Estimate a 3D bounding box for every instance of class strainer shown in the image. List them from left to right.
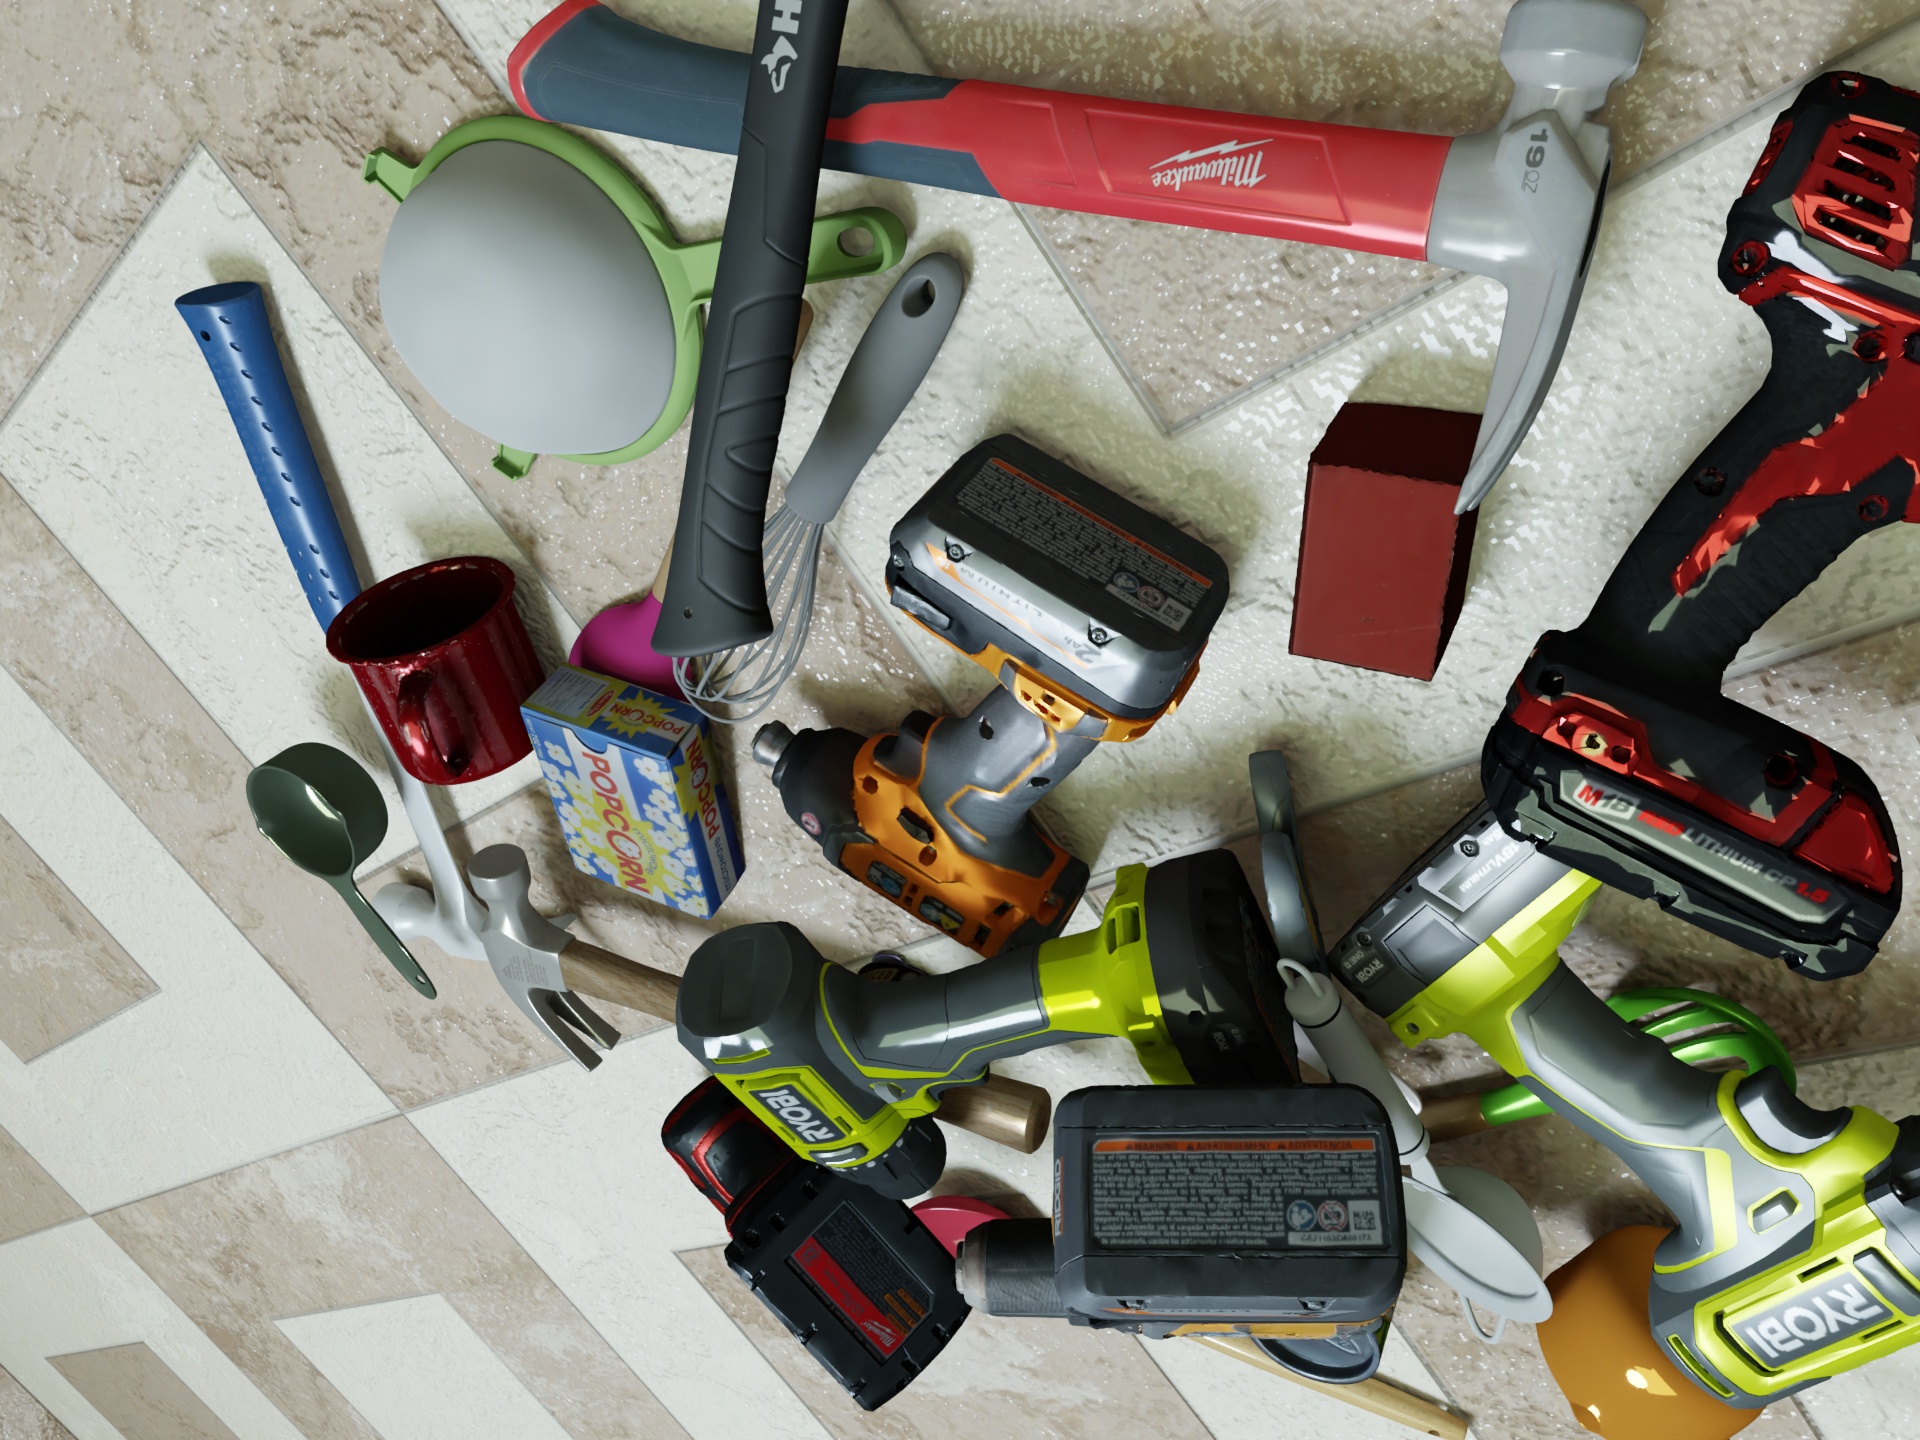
[{"bbox_3d":[-0.141,-0.163,0.627,0.256,0.069,0.151,1,122,32],"label":"strainer"},{"bbox_3d":[0.183,0.171,0.639,0.087,0.050,0.258,17,151,51],"label":"strainer"}]

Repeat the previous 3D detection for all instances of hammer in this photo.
[{"bbox_3d":[-0.316,-0.031,0.852,0.144,0.035,0.405,8,126,26],"label":"hammer"},{"bbox_3d":[-0.109,0.159,0.822,0.331,0.031,0.130,14,128,23],"label":"hammer"},{"bbox_3d":[-0.066,-0.178,0.523,0.146,0.035,0.334,21,111,22],"label":"hammer"},{"bbox_3d":[0.007,-0.177,0.527,0.386,0.038,0.143,17,107,23],"label":"hammer"}]

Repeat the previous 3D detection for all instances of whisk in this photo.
[{"bbox_3d":[-0.059,-0.087,0.644,0.055,0.055,0.239,37,125,2],"label":"whisk"}]

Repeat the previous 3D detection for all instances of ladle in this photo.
[{"bbox_3d":[0.113,0.320,0.856,0.315,0.031,0.069,17,138,18],"label":"ladle"}]

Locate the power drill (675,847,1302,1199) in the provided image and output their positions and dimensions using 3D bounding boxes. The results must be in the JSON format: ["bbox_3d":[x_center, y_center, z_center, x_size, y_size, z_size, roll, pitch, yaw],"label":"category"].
[{"bbox_3d":[0.020,0.139,0.665,0.228,0.080,0.190,-14,138,17],"label":"power drill"}]

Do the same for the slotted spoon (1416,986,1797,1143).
[{"bbox_3d":[0.208,0.172,0.693,0.313,0.031,0.070,-31,99,44],"label":"slotted spoon"}]

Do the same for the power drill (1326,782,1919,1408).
[{"bbox_3d":[0.256,0.118,0.555,0.223,0.080,0.171,46,134,12],"label":"power drill"}]

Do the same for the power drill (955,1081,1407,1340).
[{"bbox_3d":[0.080,0.206,0.631,0.185,0.084,0.226,-2,154,7],"label":"power drill"}]

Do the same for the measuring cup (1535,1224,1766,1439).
[{"bbox_3d":[0.319,0.282,0.643,0.174,0.095,0.052,45,131,24],"label":"measuring cup"}]

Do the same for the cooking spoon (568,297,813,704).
[{"bbox_3d":[-0.123,-0.071,0.703,0.069,0.017,0.318,39,140,0],"label":"cooking spoon"}]

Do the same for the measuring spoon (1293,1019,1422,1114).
[{"bbox_3d":[0.148,0.133,0.698,0.124,0.018,0.034,33,120,13],"label":"measuring spoon"}]

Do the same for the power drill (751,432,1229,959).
[{"bbox_3d":[-0.001,-0.002,0.656,0.164,0.084,0.226,31,137,8],"label":"power drill"}]

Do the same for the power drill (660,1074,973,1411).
[{"bbox_3d":[-0.071,0.287,0.861,0.188,0.080,0.227,51,163,-11],"label":"power drill"}]

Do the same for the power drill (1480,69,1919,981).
[{"bbox_3d":[0.249,-0.049,0.439,0.143,0.078,0.219,26,109,13],"label":"power drill"}]

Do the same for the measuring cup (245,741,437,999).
[{"bbox_3d":[-0.333,0.084,0.897,0.083,0.038,0.167,-10,118,36],"label":"measuring cup"}]
